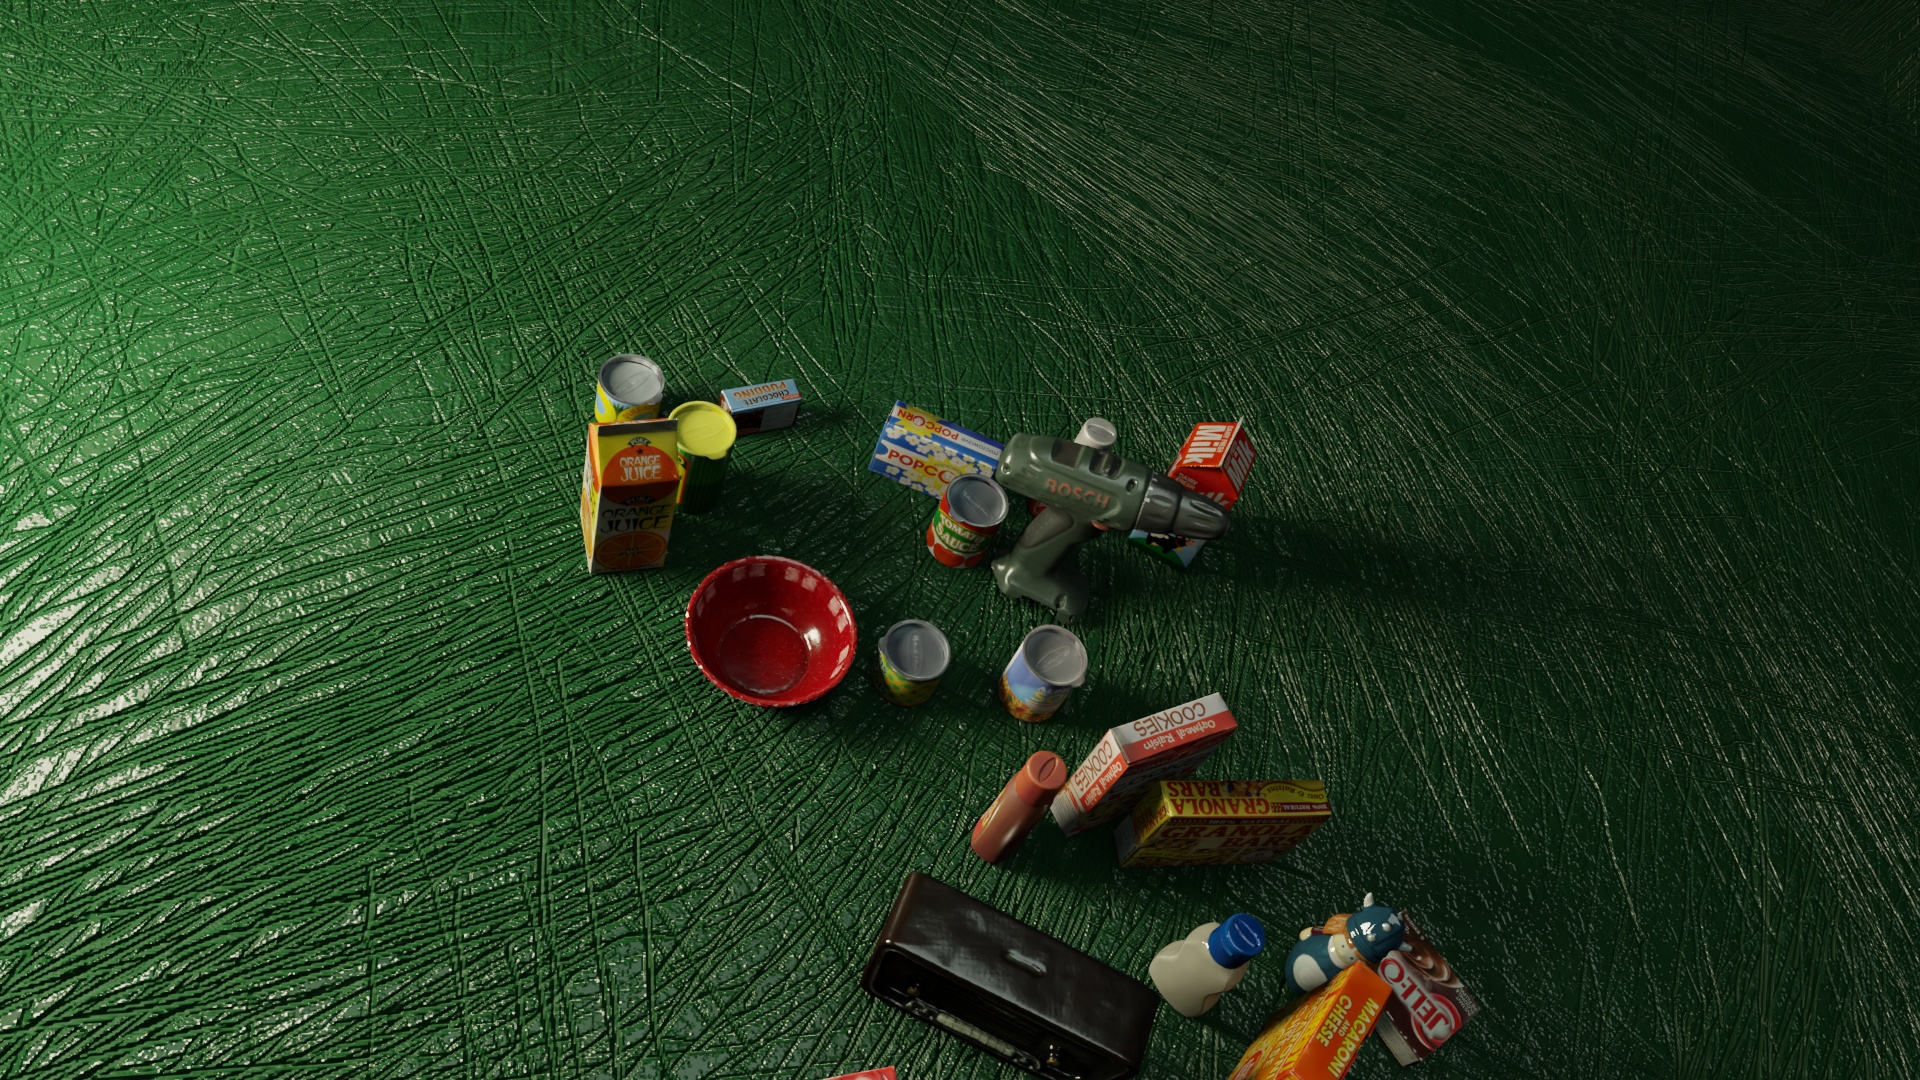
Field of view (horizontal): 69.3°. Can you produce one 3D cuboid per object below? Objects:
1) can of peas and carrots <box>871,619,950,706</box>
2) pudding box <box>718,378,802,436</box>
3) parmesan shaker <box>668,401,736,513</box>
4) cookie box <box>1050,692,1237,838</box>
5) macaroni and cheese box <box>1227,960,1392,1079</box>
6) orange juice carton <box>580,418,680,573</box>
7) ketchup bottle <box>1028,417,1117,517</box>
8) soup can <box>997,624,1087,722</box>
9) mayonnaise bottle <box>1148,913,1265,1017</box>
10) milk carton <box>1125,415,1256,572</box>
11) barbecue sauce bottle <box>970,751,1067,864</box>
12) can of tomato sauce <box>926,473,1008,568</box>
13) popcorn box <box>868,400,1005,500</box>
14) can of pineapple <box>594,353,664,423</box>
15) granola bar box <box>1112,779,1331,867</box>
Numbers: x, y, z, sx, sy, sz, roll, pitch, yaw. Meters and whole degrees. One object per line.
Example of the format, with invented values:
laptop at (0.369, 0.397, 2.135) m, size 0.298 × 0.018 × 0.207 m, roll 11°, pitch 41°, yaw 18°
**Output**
can of peas and carrots at (-0.051, 0.119, 1.338) m, size 0.071 × 0.058 × 0.071 m, roll 9°, pitch 54°, yaw -13°
pudding box at (-0.213, -0.139, 1.467) m, size 0.084 × 0.049 × 0.030 m, roll -14°, pitch 62°, yaw -27°
parmesan shaker at (-0.261, -0.078, 1.374) m, size 0.071 × 0.102 × 0.071 m, roll 9°, pitch 54°, yaw -13°
cookie box at (0.167, 0.209, 1.282) m, size 0.123 × 0.166 × 0.040 m, roll -15°, pitch 63°, yaw -27°
macaroni and cheese box at (0.283, 0.433, 1.168) m, size 0.040 × 0.165 × 0.124 m, roll 41°, pitch 54°, yaw 11°
orange juice carton at (-0.306, -0.051, 1.283) m, size 0.072 × 0.191 × 0.073 m, roll -5°, pitch 59°, yaw -22°
ketchup bottle at (0.123, -0.073, 1.475) m, size 0.065 × 0.148 × 0.044 m, roll 19°, pitch 53°, yaw -6°
soup can at (0.081, 0.133, 1.358) m, size 0.071 × 0.083 × 0.072 m, roll 9°, pitch 54°, yaw -13°
mayonnaise bottle at (0.216, 0.365, 1.204) m, size 0.041 × 0.147 × 0.065 m, roll -30°, pitch 70°, yaw -33°
milk carton at (0.252, -0.054, 1.480) m, size 0.073 × 0.189 × 0.073 m, roll 29°, pitch 52°, yaw 2°
barbecue sauce bottle at (0.055, 0.235, 1.238) m, size 0.044 × 0.147 × 0.065 m, roll 37°, pitch 53°, yaw 8°
can of tomato sauce at (0.005, -0.018, 1.437) m, size 0.071 × 0.082 × 0.071 m, roll 9°, pitch 54°, yaw -13°
popcorn box at (-0.025, -0.087, 1.473) m, size 0.127 × 0.084 × 0.038 m, roll 23°, pitch 53°, yaw -3°
can of pineapple at (-0.339, -0.147, 1.423) m, size 0.071 × 0.057 × 0.071 m, roll 9°, pitch 54°, yaw -13°
granola bar box at (0.242, 0.265, 1.297) m, size 0.166 × 0.123 × 0.039 m, roll 3°, pitch 56°, yaw -17°
